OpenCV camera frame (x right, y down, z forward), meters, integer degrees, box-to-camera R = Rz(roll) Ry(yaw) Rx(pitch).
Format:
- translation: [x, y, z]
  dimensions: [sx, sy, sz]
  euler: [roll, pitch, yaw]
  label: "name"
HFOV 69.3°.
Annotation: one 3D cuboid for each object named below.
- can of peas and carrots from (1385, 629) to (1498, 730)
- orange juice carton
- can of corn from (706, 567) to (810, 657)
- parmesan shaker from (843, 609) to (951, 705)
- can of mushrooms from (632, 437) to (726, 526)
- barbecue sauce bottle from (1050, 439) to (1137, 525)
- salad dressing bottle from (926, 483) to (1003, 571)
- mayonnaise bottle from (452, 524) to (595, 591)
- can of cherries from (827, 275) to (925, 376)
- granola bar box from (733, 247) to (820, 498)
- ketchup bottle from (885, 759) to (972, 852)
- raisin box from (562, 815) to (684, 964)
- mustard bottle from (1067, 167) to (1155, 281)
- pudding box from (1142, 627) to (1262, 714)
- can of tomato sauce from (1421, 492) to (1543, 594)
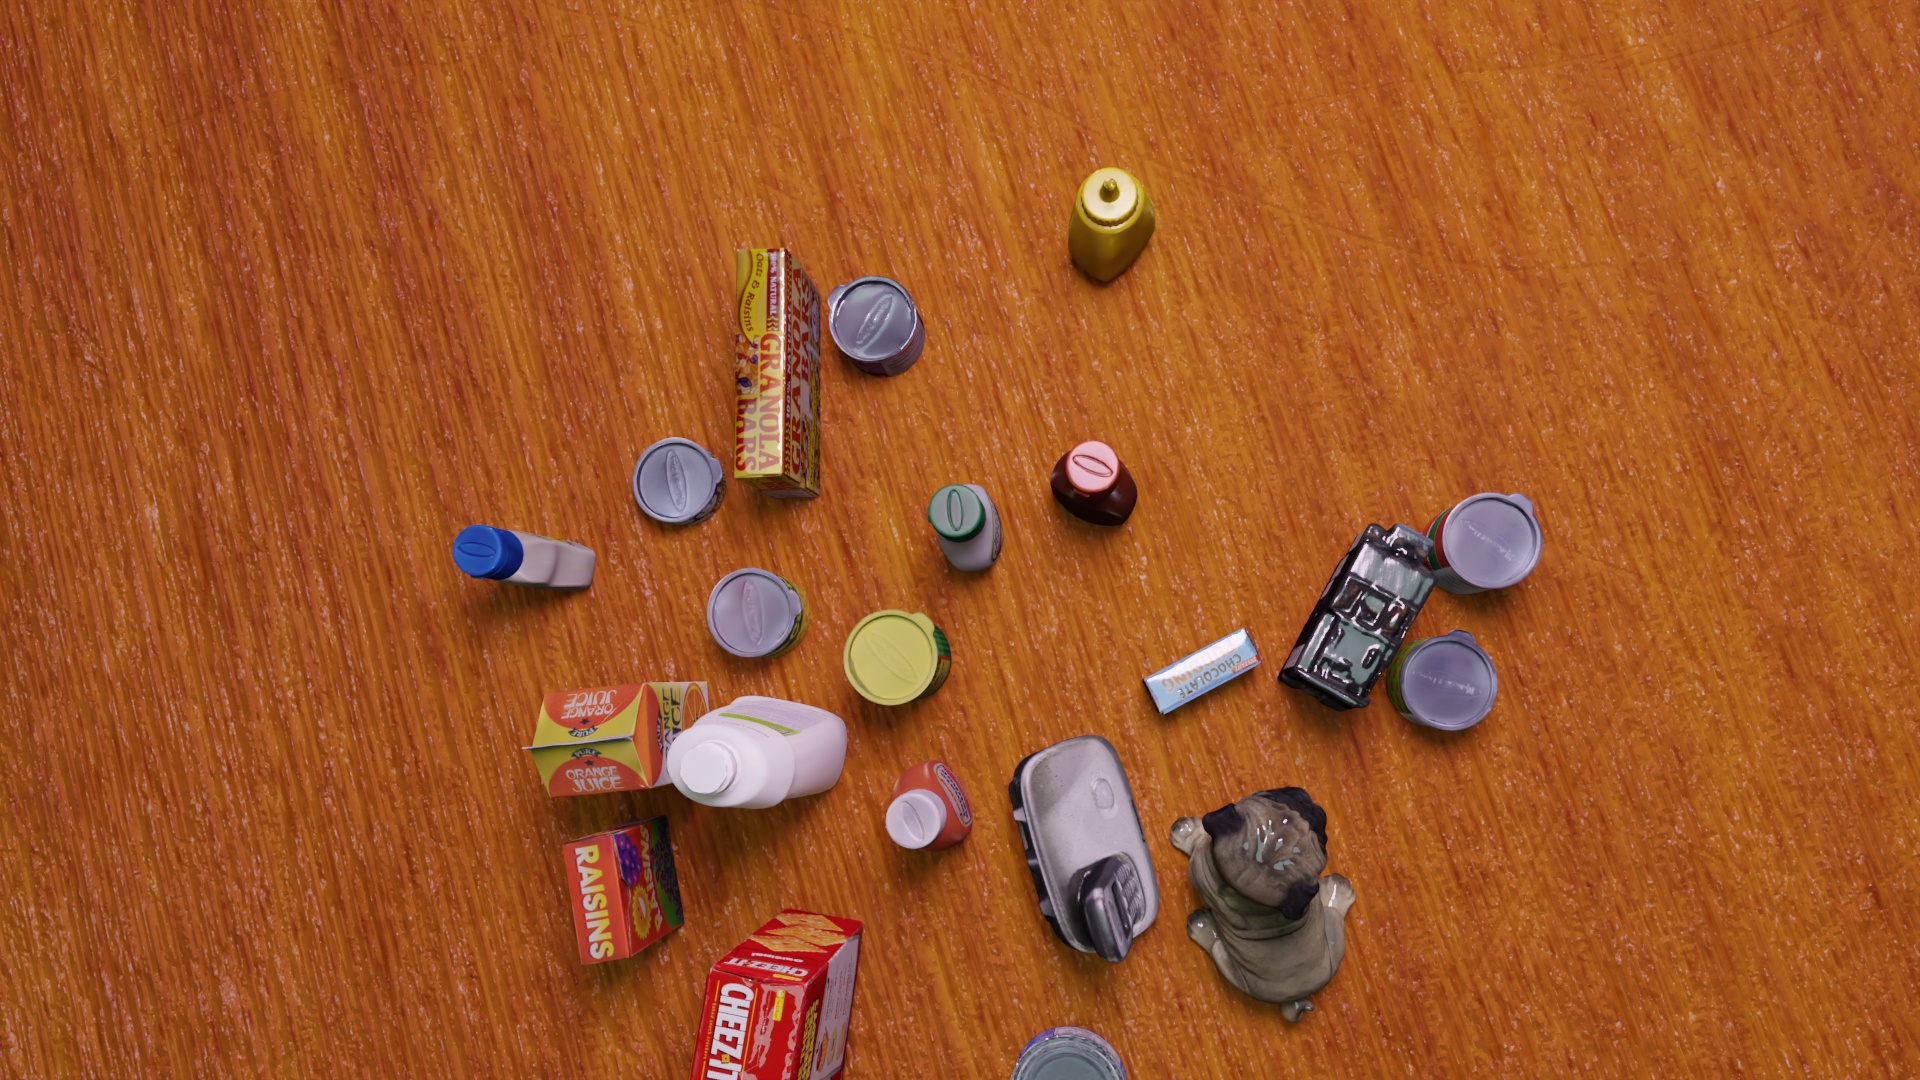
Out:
- translation: [0.343, 0.099, 0.993]
  dimensions: [0.071, 0.058, 0.071]
  euler: [-1, 84, 6]
  label: "can of peas and carrots"
- translation: [-0.237, 0.138, 0.982]
  dimensions: [0.072, 0.192, 0.073]
  euler: [-6, 84, 6]
  label: "orange juice carton"
- translation: [-0.149, 0.055, 1.049]
  dimensions: [0.071, 0.058, 0.071]
  euler: [-1, 84, 6]
  label: "can of corn"
- translation: [-0.041, 0.084, 1.012]
  dimensions: [0.071, 0.103, 0.071]
  euler: [-1, 84, 6]
  label: "parmesan shaker"
- translation: [-0.215, -0.045, 1.079]
  dimensions: [0.071, 0.033, 0.071]
  euler: [-1, 84, 6]
  label: "can of mushrooms"
- translation: [0.095, -0.042, 0.989]
  dimensions: [0.065, 0.148, 0.043]
  euler: [25, 88, 8]
  label: "barbecue sauce bottle"
- translation: [0.004, -0.012, 0.995]
  dimensions: [0.044, 0.147, 0.064]
  euler: [-5, 84, 6]
  label: "salad dressing bottle"
- translation: [-0.324, 0.013, 1.026]
  dimensions: [0.065, 0.148, 0.041]
  euler: [9, 86, 7]
  label: "mayonnaise bottle"
- translation: [-0.065, -0.165, 1.064]
  dimensions: [0.071, 0.058, 0.071]
  euler: [-1, 84, 6]
  label: "can of cherries"
- translation: [-0.134, -0.120, 1.033]
  dimensions: [0.039, 0.124, 0.165]
  euler: [-1, 84, 6]
  label: "granola bar box"
- translation: [-0.024, 0.190, 0.976]
  dimensions: [0.043, 0.148, 0.065]
  euler: [-29, 82, 3]
  label: "ketchup bottle"
- translation: [-0.241, 0.250, 1.005]
  dimensions: [0.040, 0.123, 0.086]
  euler: [-11, 83, 5]
  label: "raisin box"
- translation: [0.109, -0.235, 1.002]
  dimensions: [0.049, 0.160, 0.065]
  euler: [43, 90, 8]
  label: "mustard bottle"
- translation: [0.176, 0.096, 1.015]
  dimensions: [0.084, 0.049, 0.030]
  euler: [-28, 82, 3]
  label: "pudding box"
- translation: [0.368, 0.002, 0.989]
  dimensions: [0.071, 0.083, 0.071]
  euler: [-1, 84, 6]
  label: "can of tomato sauce"
